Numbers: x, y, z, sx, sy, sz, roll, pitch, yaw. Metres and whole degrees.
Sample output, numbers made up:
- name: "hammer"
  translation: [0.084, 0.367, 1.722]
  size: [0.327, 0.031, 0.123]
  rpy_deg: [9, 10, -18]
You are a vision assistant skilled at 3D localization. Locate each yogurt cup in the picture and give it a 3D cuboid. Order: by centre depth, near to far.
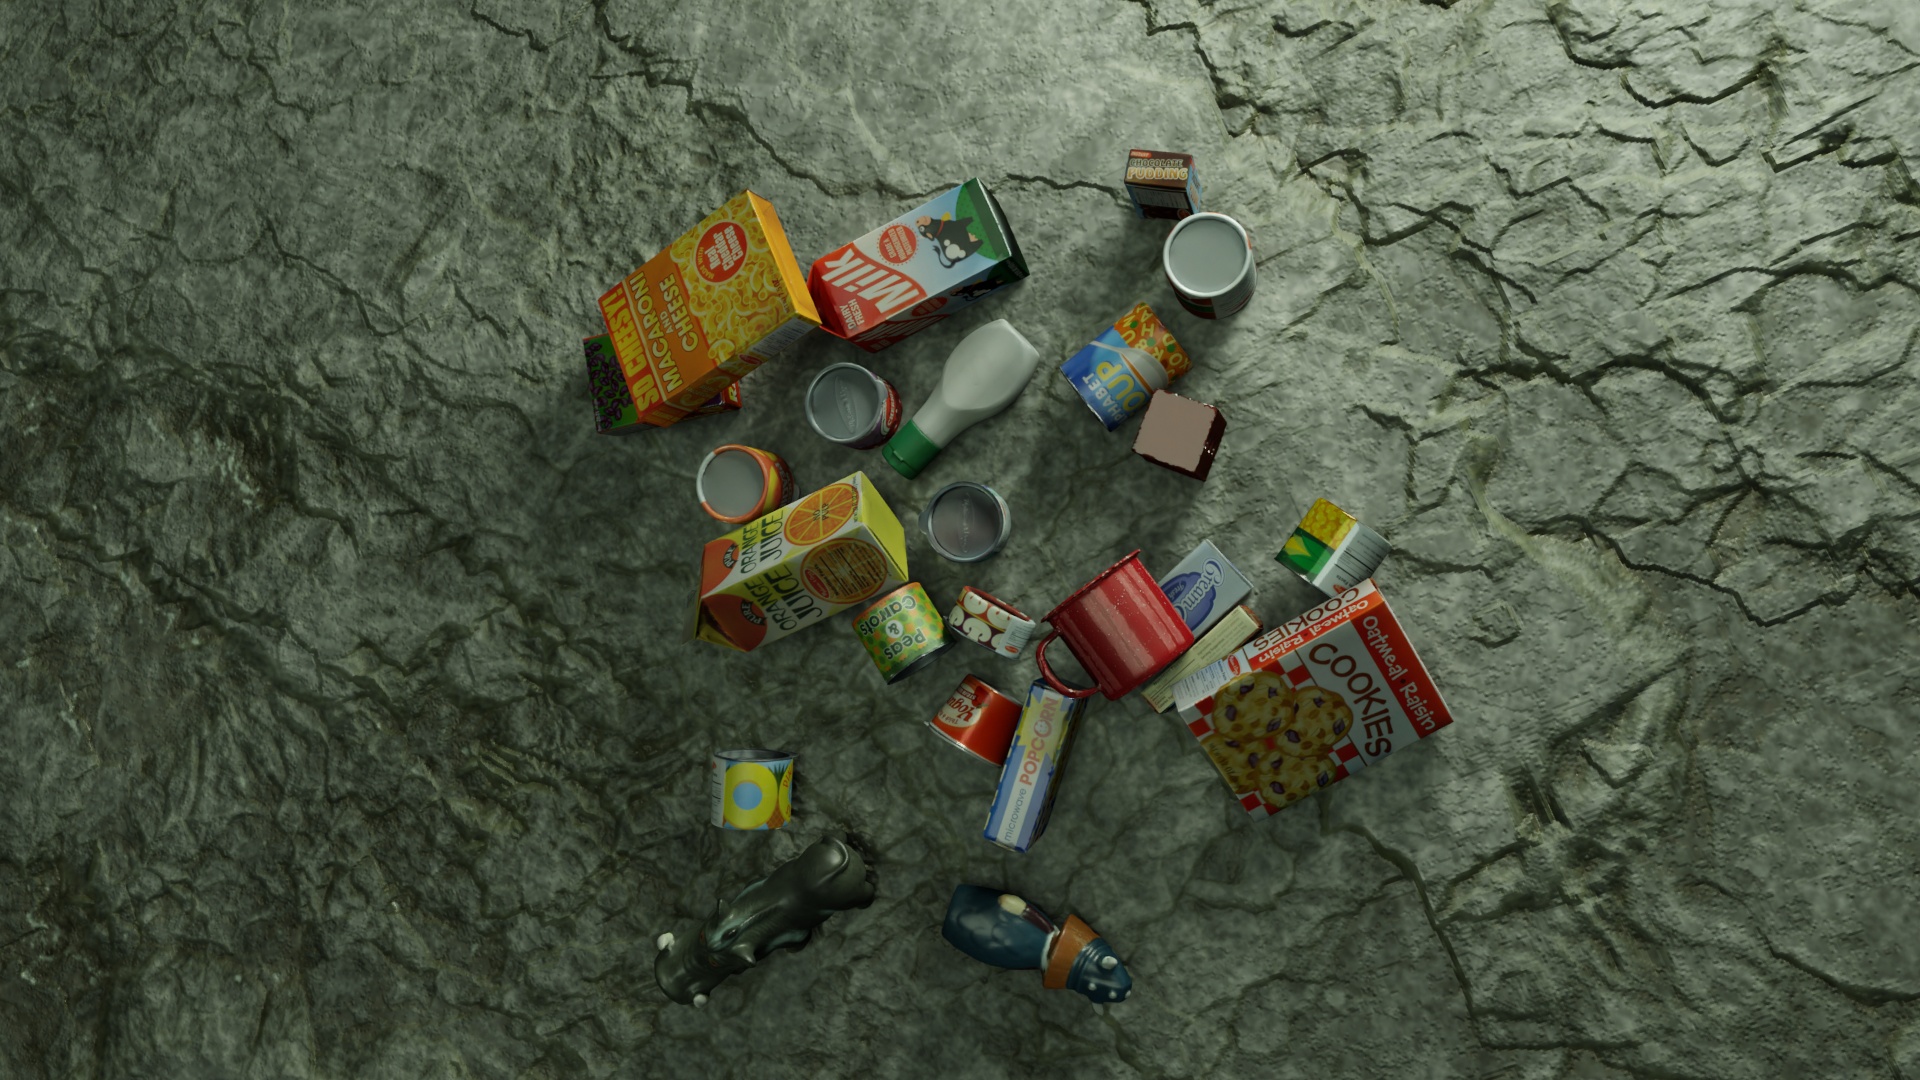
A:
- name: "yogurt cup"
  translation: [0.016, 0.142, 1.103]
  size: [0.072, 0.072, 0.054]
  rpy_deg: [30, 88, 14]

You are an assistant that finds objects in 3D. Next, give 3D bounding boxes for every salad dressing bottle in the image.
- name: "salad dressing bottle"
  translation: [-0.002, -0.113, 1.129]
  size: [0.147, 0.044, 0.064]
  rpy_deg: [-45, 80, 10]

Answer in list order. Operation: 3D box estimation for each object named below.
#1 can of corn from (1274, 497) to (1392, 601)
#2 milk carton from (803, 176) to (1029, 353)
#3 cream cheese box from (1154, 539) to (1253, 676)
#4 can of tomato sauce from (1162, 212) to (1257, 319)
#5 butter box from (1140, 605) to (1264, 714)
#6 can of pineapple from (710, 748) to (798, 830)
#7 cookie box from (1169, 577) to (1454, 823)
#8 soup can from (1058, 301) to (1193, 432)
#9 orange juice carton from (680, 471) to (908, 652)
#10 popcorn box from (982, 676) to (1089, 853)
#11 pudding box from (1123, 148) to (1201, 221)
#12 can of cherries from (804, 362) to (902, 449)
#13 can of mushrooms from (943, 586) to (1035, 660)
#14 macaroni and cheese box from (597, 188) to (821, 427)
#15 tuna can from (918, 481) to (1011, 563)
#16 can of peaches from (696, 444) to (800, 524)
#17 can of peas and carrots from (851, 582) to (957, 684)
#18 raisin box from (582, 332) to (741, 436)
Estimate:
- name: "can of corn"
  translation: [0.277, 0.008, 1.039]
  size: [0.071, 0.071, 0.058]
  rpy_deg: [36, 97, 13]
- name: "milk carton"
  translation: [-0.048, -0.212, 1.129]
  size: [0.190, 0.072, 0.073]
  rpy_deg: [-25, 82, 13]
- name: "cream cheese box"
  translation: [0.173, 0.052, 1.085]
  size: [0.103, 0.024, 0.053]
  rpy_deg: [-43, 79, 9]
- name: "can of tomato sauce"
  translation: [0.189, -0.210, 1.061]
  size: [0.071, 0.083, 0.071]
  rpy_deg: [0, 88, 14]
- name: "butter box"
  translation: [0.187, 0.092, 1.065]
  size: [0.103, 0.053, 0.024]
  rpy_deg: [-43, 76, 9]
- name: "can of pineapple"
  translation: [-0.170, 0.205, 1.148]
  size: [0.071, 0.071, 0.058]
  rpy_deg: [2, 89, 15]
- name: "cookie box"
  translation: [0.259, 0.119, 1.024]
  size: [0.167, 0.040, 0.122]
  rpy_deg: [-31, 113, 12]
- name: "soup can"
  translation: [0.130, -0.134, 1.080]
  size: [0.083, 0.071, 0.071]
  rpy_deg: [-38, 79, 10]
- name: "orange juice carton"
  translation: [-0.145, 0.026, 1.131]
  size: [0.192, 0.072, 0.072]
  rpy_deg: [-24, 127, 13]
- name: "popcorn box"
  translation: [0.060, 0.171, 1.078]
  size: [0.038, 0.085, 0.126]
  rpy_deg: [18, 92, 14]
- name: "pudding box"
  translation: [0.157, -0.273, 1.072]
  size: [0.050, 0.083, 0.030]
  rpy_deg: [10, 88, 16]
- name: "can of cherries"
  translation: [-0.085, -0.109, 1.142]
  size: [0.071, 0.058, 0.071]
  rpy_deg: [-1, 87, 15]
- name: "can of mushrooms"
  translation: [0.022, 0.064, 1.103]
  size: [0.071, 0.071, 0.033]
  rpy_deg: [29, 95, 14]
- name: "macaroni and cheese box"
  translation: [-0.206, -0.186, 1.129]
  size: [0.166, 0.040, 0.124]
  rpy_deg: [-30, 69, 20]
- name: "tuna can"
  translation: [0.004, -0.014, 1.128]
  size: [0.071, 0.033, 0.071]
  rpy_deg: [-1, 88, 15]
- name: "can of peaches"
  translation: [-0.178, -0.046, 1.164]
  size: [0.071, 0.058, 0.071]
  rpy_deg: [-1, 88, 15]
- name: "can of peas and carrots"
  translation: [-0.046, 0.075, 1.118]
  size: [0.071, 0.071, 0.059]
  rpy_deg: [-35, 80, 11]
- name: "raisin box"
  translation: [-0.258, -0.144, 1.199]
  size: [0.123, 0.040, 0.086]
  rpy_deg: [-10, 84, 13]
